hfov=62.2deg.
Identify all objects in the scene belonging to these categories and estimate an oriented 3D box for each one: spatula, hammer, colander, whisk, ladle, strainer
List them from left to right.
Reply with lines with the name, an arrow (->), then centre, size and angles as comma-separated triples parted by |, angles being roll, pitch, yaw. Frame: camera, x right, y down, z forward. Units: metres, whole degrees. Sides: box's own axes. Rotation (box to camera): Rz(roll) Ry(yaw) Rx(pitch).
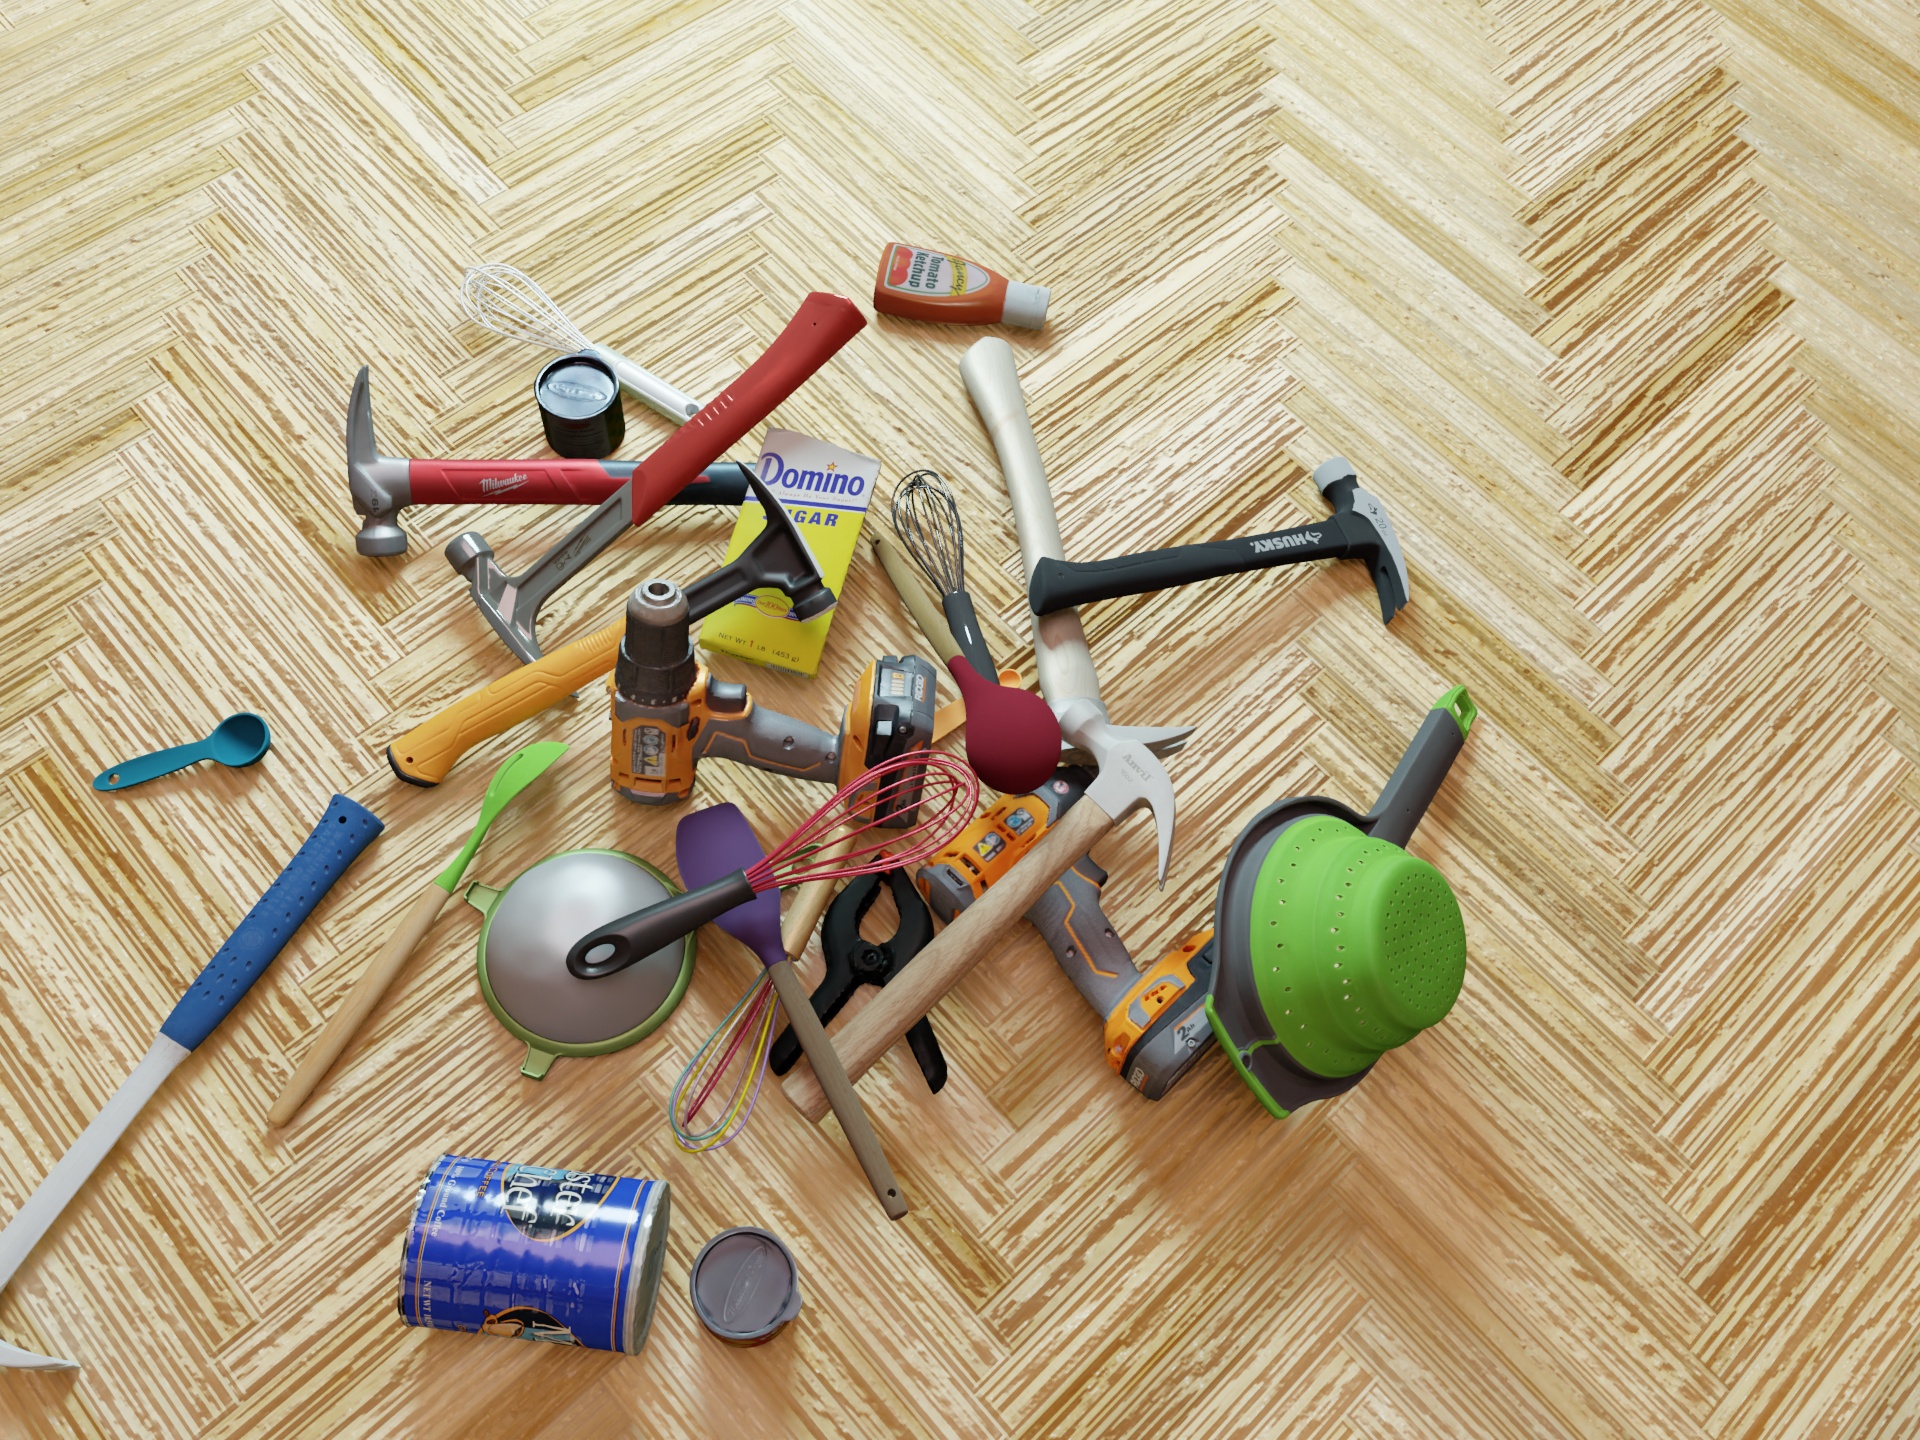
hammer -> -0.515, 0.223, 1.039 | 0.144, 0.035, 0.406 | 28, 65, 9
whisk -> -0.309, -0.306, 1.312 | 0.246, 0.059, 0.058 | 32, 74, 5
hammer -> -0.263, -0.056, 1.146 | 0.337, 0.034, 0.127 | -30, 98, -2
hammer -> -0.271, -0.200, 1.233 | 0.386, 0.038, 0.143 | -1, 107, -10
strainer -> -0.209, 0.130, 1.092 | 0.256, 0.069, 0.152 | -20, 67, -13
hammer -> -0.208, -0.182, 1.183 | 0.359, 0.036, 0.149 | -40, 82, 2
whisk -> -0.133, 0.177, 1.080 | 0.051, 0.047, 0.245 | 33, 65, -17
whisk -> -0.121, 0.099, 1.049 | 0.296, 0.073, 0.073 | -25, 68, -8
spatula -> -0.111, 0.183, 1.041 | 0.060, 0.018, 0.316 | -20, 60, -21
ladle -> -0.010, -0.056, 1.158 | 0.069, 0.031, 0.316 | -43, 42, 10
whisk -> -0.006, -0.092, 1.228 | 0.055, 0.055, 0.239 | -12, 66, -11
hammer -> 0.013, 0.140, 1.055 | 0.331, 0.031, 0.130 | -44, 68, -6
hammer -> 0.070, -0.145, 1.248 | 0.146, 0.038, 0.411 | 1, 56, -18
hammer -> 0.201, -0.120, 1.231 | 0.334, 0.035, 0.146 | -12, 65, -26
colander -> 0.311, 0.098, 1.101 | 0.397, 0.094, 0.204 | -49, 114, -36

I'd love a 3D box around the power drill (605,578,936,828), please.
power drill -> -0.132, -0.011, 1.106 | 0.226, 0.185, 0.084 | 7, 43, -5

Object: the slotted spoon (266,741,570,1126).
slotted spoon -> -0.371, 0.136, 1.088 | 0.031, 0.070, 0.314 | 38, 69, -16

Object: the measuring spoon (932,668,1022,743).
measuring spoon -> -0.002, -0.004, 1.211 | 0.117, 0.011, 0.021 | -33, 65, -15

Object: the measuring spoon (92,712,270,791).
measuring spoon -> -0.557, 0.030, 1.145 | 0.128, 0.021, 0.042 | -17, 66, -3

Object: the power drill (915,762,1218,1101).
power drill -> 0.102, 0.133, 1.113 | 0.164, 0.084, 0.227 | -41, 69, -21
